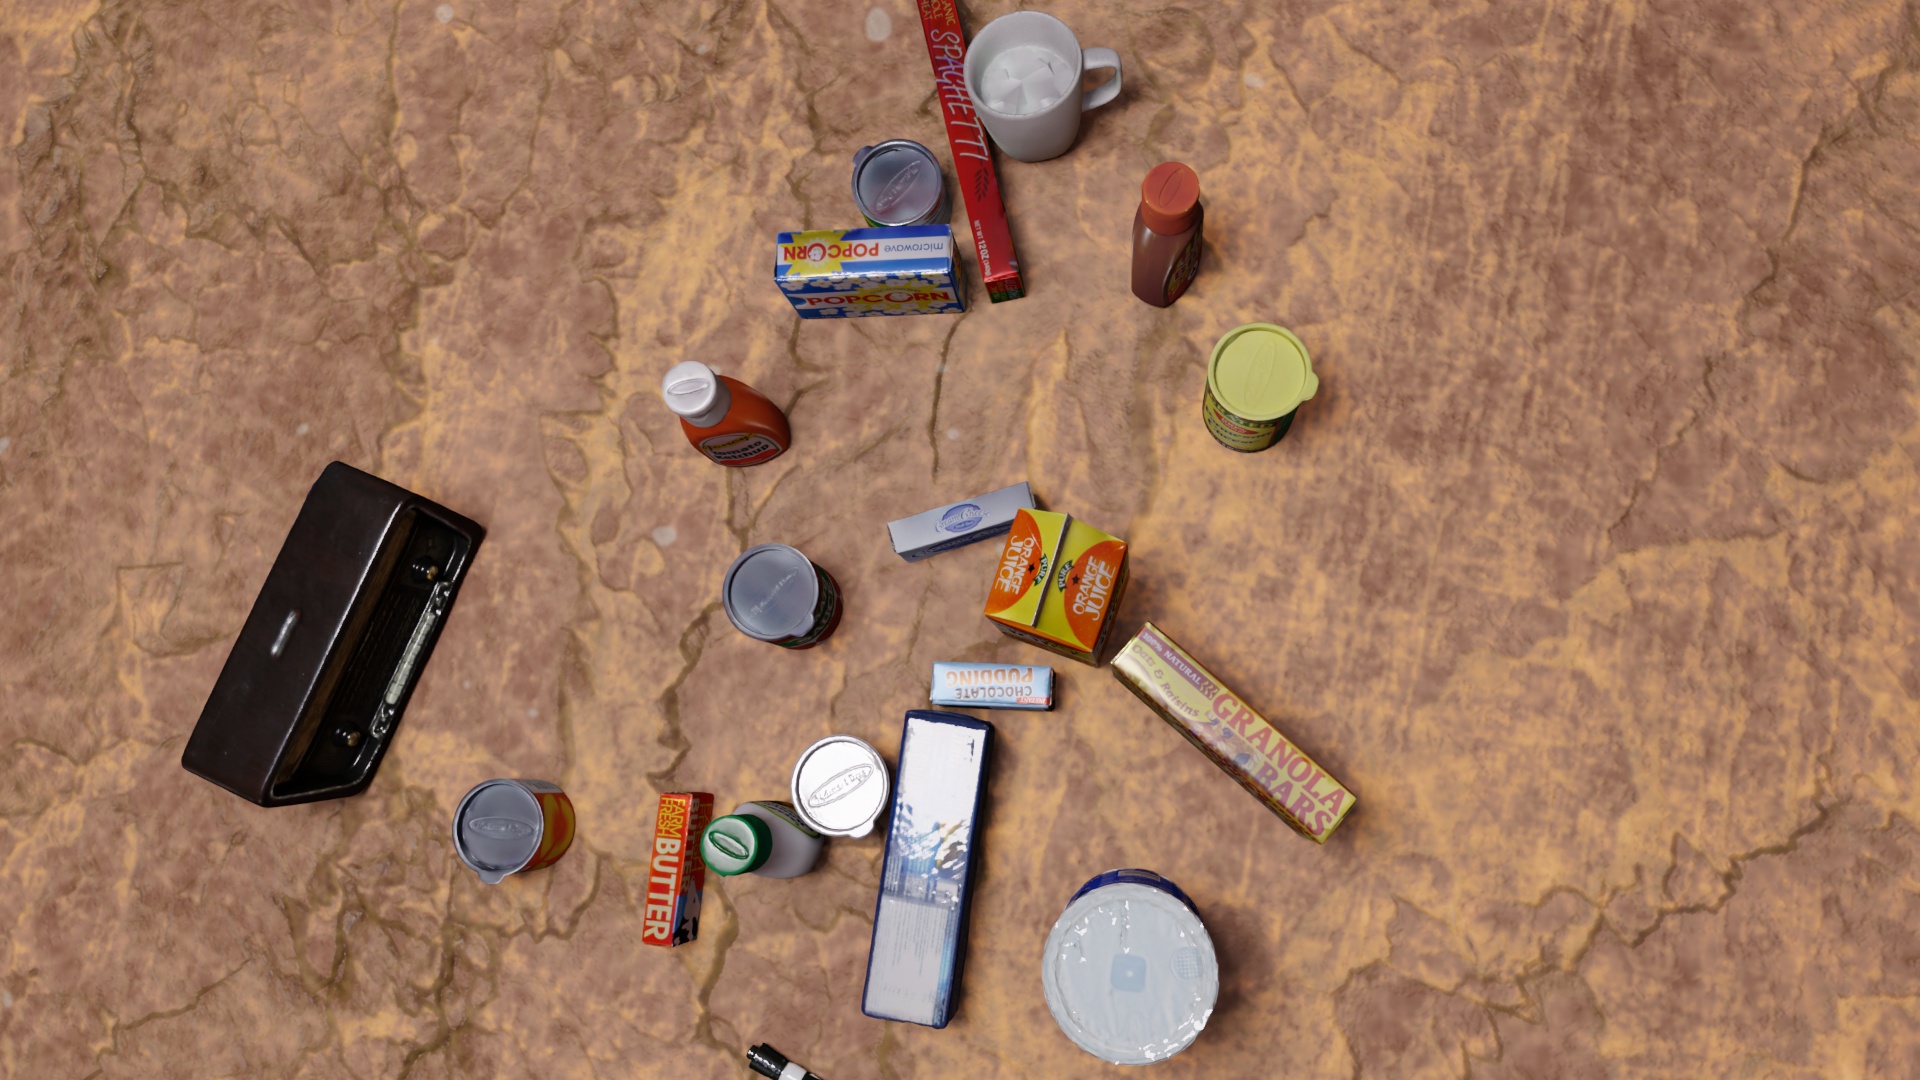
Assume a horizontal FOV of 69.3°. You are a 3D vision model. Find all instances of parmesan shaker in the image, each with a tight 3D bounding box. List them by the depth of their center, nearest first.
[{"bbox_3d":[0.202,-0.100,0.944,0.071,0.103,0.071,-1,80,7],"label":"parmesan shaker"}]

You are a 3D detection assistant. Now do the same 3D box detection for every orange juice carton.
[{"bbox_3d":[0.064,0.032,0.893,0.073,0.192,0.072,18,83,10],"label":"orange juice carton"}]

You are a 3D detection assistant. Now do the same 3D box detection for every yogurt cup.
[{"bbox_3d":[-0.078,0.168,0.957,0.072,0.054,0.072,-1,80,7],"label":"yogurt cup"}]

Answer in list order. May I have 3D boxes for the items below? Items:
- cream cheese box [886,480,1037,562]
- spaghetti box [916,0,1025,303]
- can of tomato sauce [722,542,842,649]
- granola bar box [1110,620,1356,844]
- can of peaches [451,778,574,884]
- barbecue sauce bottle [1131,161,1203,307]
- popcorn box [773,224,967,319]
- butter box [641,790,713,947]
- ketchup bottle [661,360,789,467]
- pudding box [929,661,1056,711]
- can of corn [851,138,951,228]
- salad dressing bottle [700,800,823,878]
[{"bbox_3d":[0.003,-0.012,0.979,0.104,0.053,0.024,-17,79,4],"label":"cream cheese box"},{"bbox_3d":[0.006,-0.300,1.031,0.029,0.050,0.250,-14,79,5],"label":"spaghetti box"},{"bbox_3d":[-0.121,0.042,0.970,0.071,0.083,0.071,-1,80,7],"label":"can of tomato sauce"},{"bbox_3d":[0.172,0.123,0.898,0.166,0.124,0.039,41,88,12],"label":"granola bar box"},{"bbox_3d":[-0.314,0.204,0.979,0.071,0.058,0.071,-1,80,7],"label":"can of peaches"},{"bbox_3d":[0.142,-0.211,0.948,0.044,0.148,0.065,29,85,11],"label":"barbecue sauce bottle"},{"bbox_3d":[-0.063,-0.193,1.003,0.127,0.085,0.038,-1,81,7],"label":"popcorn box"},{"bbox_3d":[-0.195,0.226,0.962,0.024,0.053,0.103,4,81,8],"label":"butter box"},{"bbox_3d":[-0.166,-0.088,0.965,0.065,0.148,0.043,-12,79,5],"label":"ketchup bottle"},{"bbox_3d":[0.023,0.101,0.959,0.084,0.049,0.030,1,81,7],"label":"pudding box"},{"bbox_3d":[-0.044,-0.255,1.026,0.071,0.058,0.071,-1,80,7],"label":"can of corn"},{"bbox_3d":[-0.131,0.197,0.911,0.064,0.147,0.044,28,85,11],"label":"salad dressing bottle"}]
